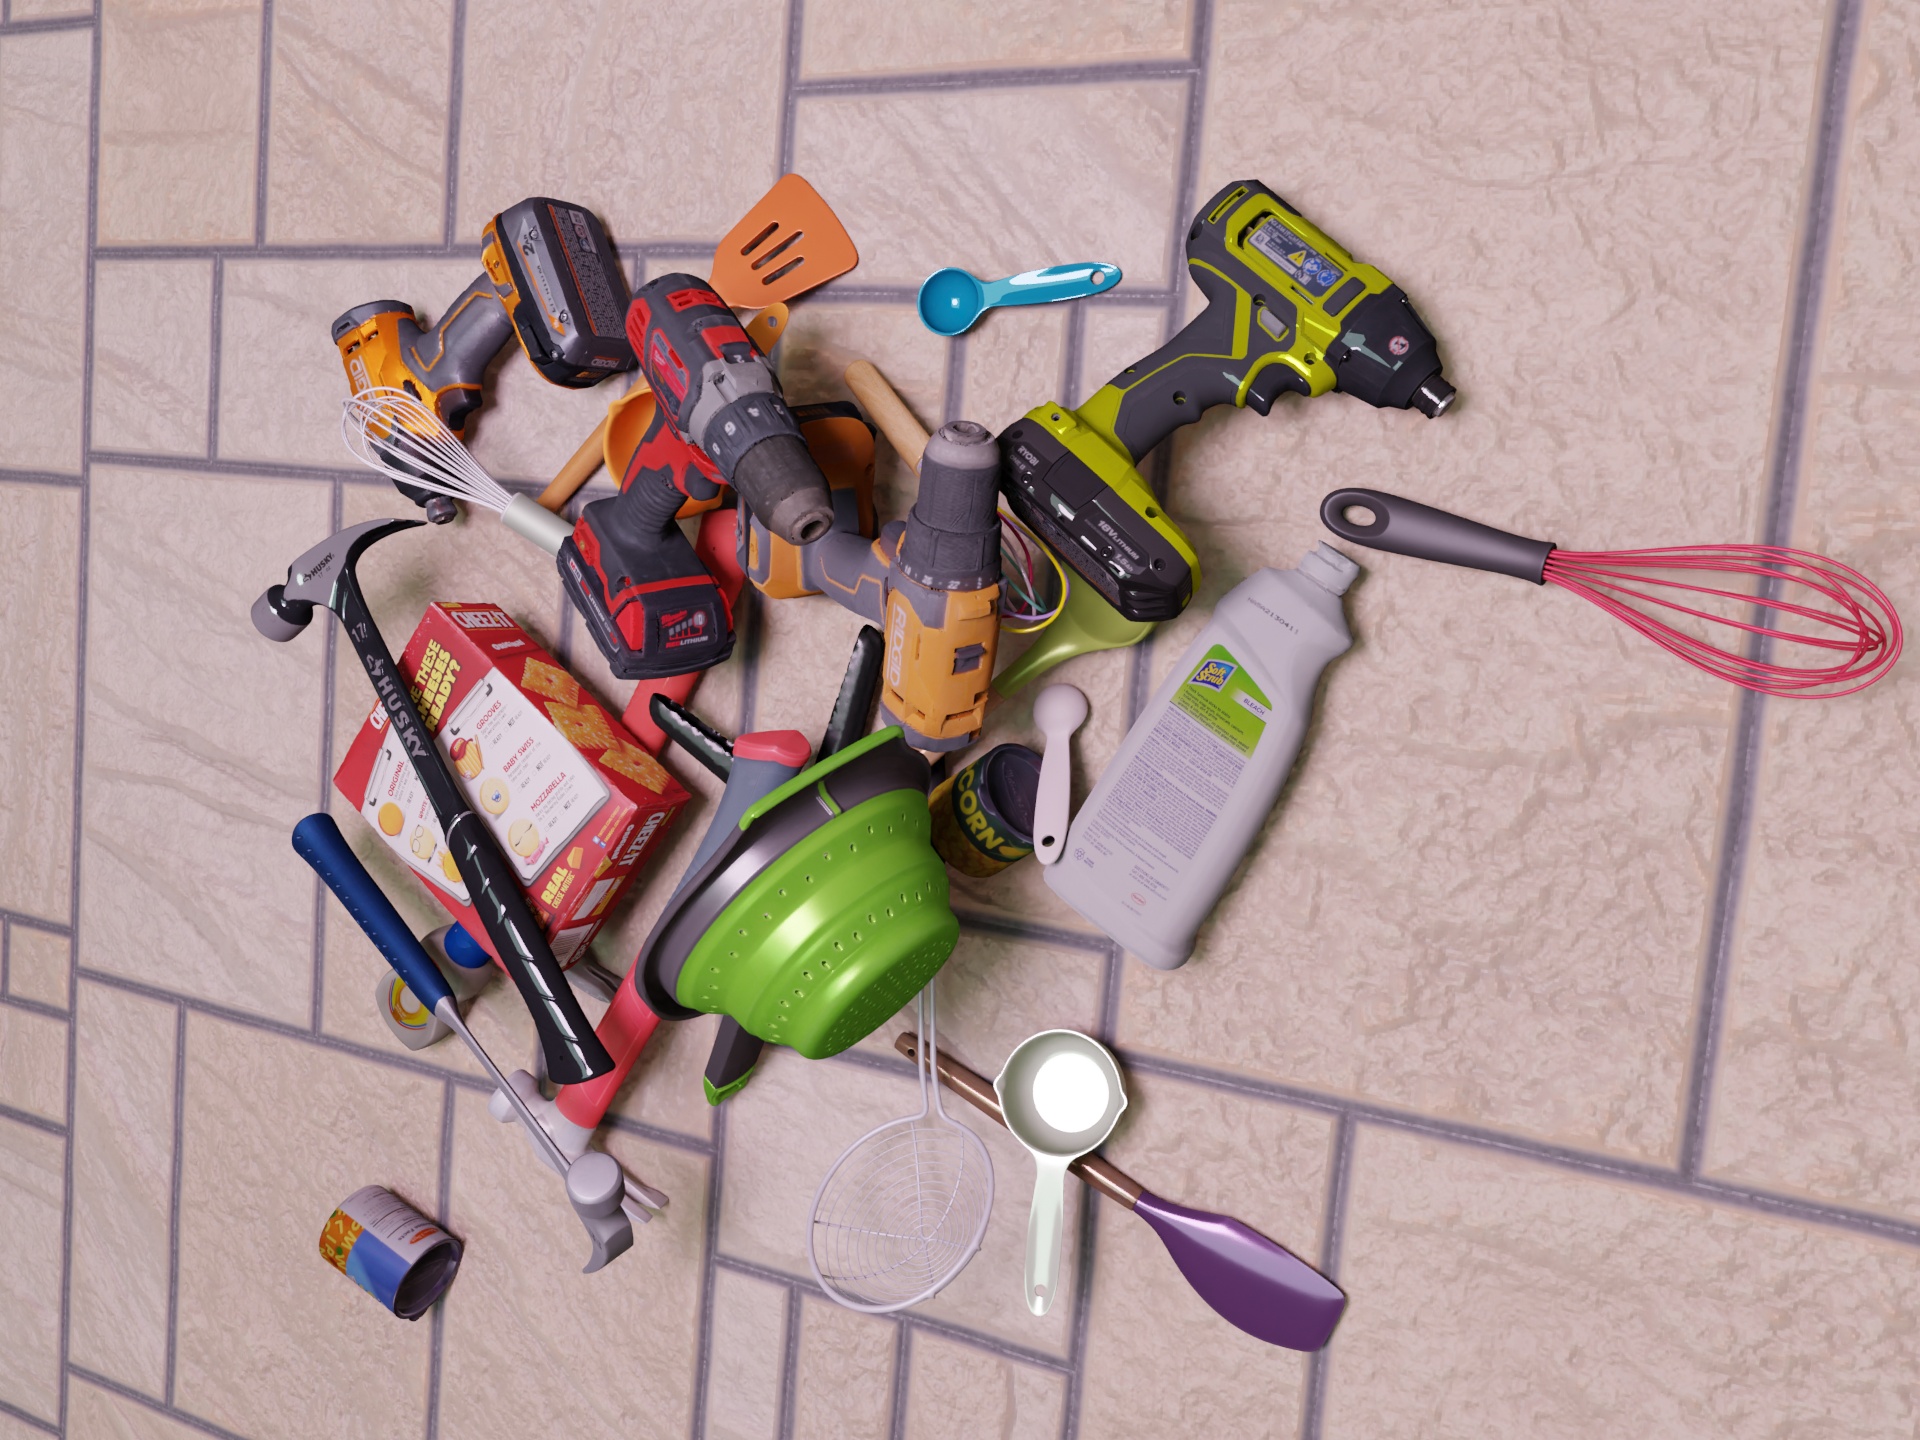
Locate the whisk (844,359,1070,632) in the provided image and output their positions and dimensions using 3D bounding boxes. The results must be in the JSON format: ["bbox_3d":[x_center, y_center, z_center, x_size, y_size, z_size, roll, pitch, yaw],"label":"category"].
[{"bbox_3d":[-0.012,-0.139,0.955,0.047,0.051,0.245,-51,54,23],"label":"whisk"}]

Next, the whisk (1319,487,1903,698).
[{"bbox_3d":[0.325,-0.077,0.827,0.296,0.073,0.073,20,102,30],"label":"whisk"}]

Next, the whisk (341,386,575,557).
[{"bbox_3d":[-0.314,-0.150,1.088,0.246,0.059,0.058,33,72,-6],"label":"whisk"}]

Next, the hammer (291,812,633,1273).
[{"bbox_3d":[-0.343,0.206,1.077,0.406,0.035,0.144,42,148,28],"label":"hammer"}]

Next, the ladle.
[{"bbox_3d":[-0.002,-0.003,0.959,0.320,0.062,0.078,-40,69,12],"label":"ladle"}]

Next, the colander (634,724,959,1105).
[{"bbox_3d":[-0.089,0.164,0.933,0.094,0.204,0.396,47,144,18],"label":"colander"}]

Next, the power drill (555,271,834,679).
[{"bbox_3d":[-0.154,-0.121,0.936,0.188,0.080,0.226,56,139,25],"label":"power drill"}]

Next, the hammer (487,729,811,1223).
[{"bbox_3d":[-0.185,0.170,1.056,0.143,0.038,0.386,35,115,7],"label":"hammer"}]

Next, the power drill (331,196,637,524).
[{"bbox_3d":[-0.335,-0.246,1.115,0.226,0.084,0.164,-22,86,29],"label":"power drill"}]

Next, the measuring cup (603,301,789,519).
[{"bbox_3d":[-0.158,-0.208,1.034,0.095,0.052,0.173,43,115,-6],"label":"measuring cup"}]

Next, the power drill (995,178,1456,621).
[{"bbox_3d":[0.141,-0.167,0.864,0.223,0.080,0.171,-44,73,-3],"label":"power drill"}]

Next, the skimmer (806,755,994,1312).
[{"bbox_3d":[-0.037,0.168,0.978,0.127,0.090,0.363,-2,87,33],"label":"skimmer"}]

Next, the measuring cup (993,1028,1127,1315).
[{"bbox_3d":[0.059,0.271,0.965,0.083,0.038,0.168,4,81,17],"label":"measuring cup"}]

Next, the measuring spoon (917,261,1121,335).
[{"bbox_3d":[0.037,-0.262,0.975,0.128,0.021,0.042,-5,91,16],"label":"measuring spoon"}]

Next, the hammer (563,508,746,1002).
[{"bbox_3d":[-0.215,0.017,1.098,0.149,0.036,0.359,36,108,19],"label":"hammer"}]

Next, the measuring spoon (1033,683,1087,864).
[{"bbox_3d":[0.055,0.028,0.944,0.034,0.018,0.124,-5,56,18],"label":"measuring spoon"}]

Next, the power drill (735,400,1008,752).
[{"bbox_3d":[-0.049,-0.113,0.917,0.226,0.084,0.185,45,138,43],"label":"power drill"}]

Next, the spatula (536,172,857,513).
[{"bbox_3d":[-0.201,-0.232,1.084,0.322,0.041,0.081,-41,77,26],"label":"spatula"}]

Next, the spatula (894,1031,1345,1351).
[{"bbox_3d":[0.087,0.284,0.982,0.316,0.018,0.059,31,105,20],"label":"spatula"}]

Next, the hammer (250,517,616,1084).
[{"bbox_3d":[-0.330,0.053,1.038,0.149,0.036,0.409,-35,78,24],"label":"hammer"}]
